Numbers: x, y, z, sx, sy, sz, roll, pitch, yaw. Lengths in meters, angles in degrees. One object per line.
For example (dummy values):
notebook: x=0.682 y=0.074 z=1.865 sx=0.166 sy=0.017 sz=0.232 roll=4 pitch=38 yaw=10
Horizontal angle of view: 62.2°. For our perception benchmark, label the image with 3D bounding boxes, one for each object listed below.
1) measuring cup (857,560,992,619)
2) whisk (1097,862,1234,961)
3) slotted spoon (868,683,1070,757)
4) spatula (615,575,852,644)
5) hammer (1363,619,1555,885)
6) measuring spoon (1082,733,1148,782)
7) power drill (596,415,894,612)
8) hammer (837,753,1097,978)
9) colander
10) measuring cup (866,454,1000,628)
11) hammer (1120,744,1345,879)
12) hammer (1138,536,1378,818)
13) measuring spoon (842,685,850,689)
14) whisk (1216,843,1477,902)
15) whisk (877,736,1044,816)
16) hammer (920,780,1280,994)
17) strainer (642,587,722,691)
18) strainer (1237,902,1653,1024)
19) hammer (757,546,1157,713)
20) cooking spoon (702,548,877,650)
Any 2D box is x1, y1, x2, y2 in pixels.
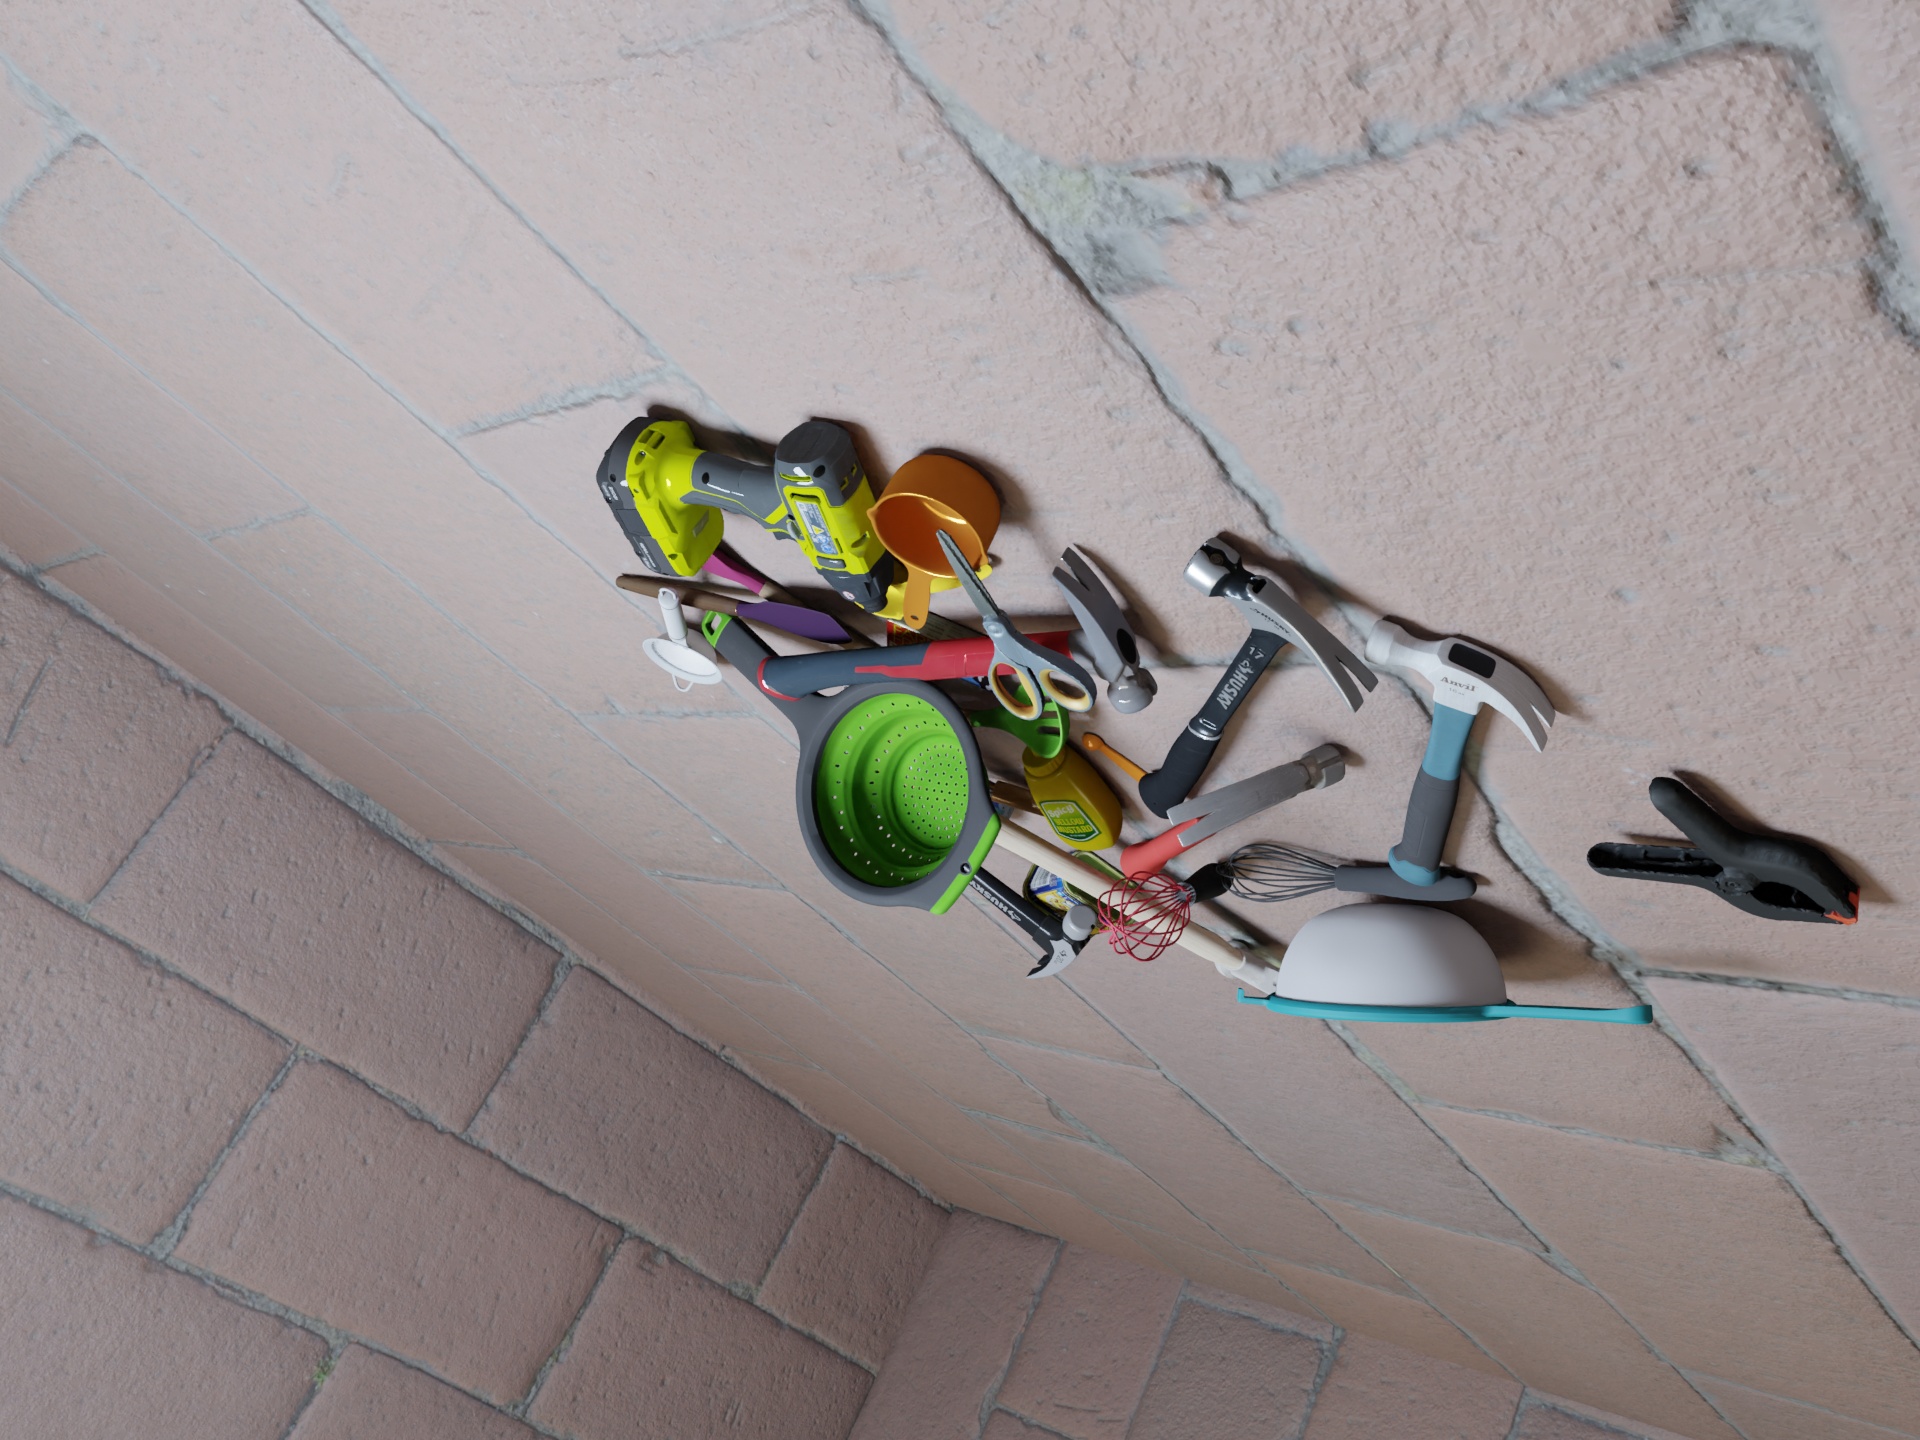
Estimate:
measuring cup: x=-0.029 y=-0.118 z=1.280 sx=0.156 sy=0.029 sz=0.062 roll=-9 pitch=139 yaw=43
whisk: x=0.189 y=0.155 z=1.390 sx=0.073 sy=0.073 sz=0.295 roll=17 pitch=-170 yaw=24
slotted spoon: x=-0.002 y=-0.005 z=1.463 sx=0.314 sy=0.031 sz=0.070 roll=2 pitch=106 yaw=51
spatula: x=-0.218 y=-0.107 z=1.478 sx=0.316 sy=0.018 sz=0.059 roll=14 pitch=157 yaw=39
hammer: x=0.352 y=0.041 z=1.175 sx=0.128 sy=0.033 sz=0.330 roll=20 pitch=155 yaw=20
measuring spoon: x=0.153 y=0.048 z=1.427 sx=0.116 sy=0.011 sz=0.021 roll=37 pitch=155 yaw=-19
power drill: x=-0.161 y=-0.161 z=1.254 sx=0.223 sy=0.080 sz=0.171 roll=12 pitch=144 yaw=28
hammer: x=-0.009 y=0.147 z=1.681 sx=0.335 sy=0.035 sz=0.146 roll=37 pitch=147 yaw=11
colander: x=-0.095 y=0.015 z=1.464 sx=0.397 sy=0.204 sz=0.094 roll=42 pitch=-161 yaw=29
measuring cup: x=-0.019 y=-0.131 z=1.188 sx=0.095 sy=0.052 sz=0.173 roll=23 pitch=152 yaw=5
hammer: x=0.195 y=0.098 z=1.372 sx=0.037 sy=0.149 sz=0.359 roll=66 pitch=164 yaw=9
hammer: x=0.200 y=0.001 z=1.234 sx=0.149 sy=0.036 sz=0.408 roll=38 pitch=160 yaw=10
measuring spoon: x=-0.072 y=-0.030 z=1.493 sx=0.034 sy=0.018 sz=0.124 roll=45 pitch=157 yaw=-22
whisk: x=0.329 y=0.136 z=1.377 sx=0.239 sy=0.055 sz=0.055 roll=0 pitch=144 yaw=40
whisk: x=0.014 y=0.064 z=1.574 sx=0.245 sy=0.051 sz=0.047 roll=16 pitch=120 yaw=14
hammer: x=0.142 y=0.163 z=1.547 sx=0.410 sy=0.038 sz=0.146 roll=29 pitch=176 yaw=-14
strainer: x=-0.271 y=-0.085 z=1.541 sx=0.087 sy=0.050 sz=0.258 roll=21 pitch=165 yaw=0
strainer: x=0.409 y=0.200 z=1.325 sx=0.211 sy=0.095 sz=0.340 roll=4 pitch=172 yaw=-38
hammer: x=-0.032 y=-0.060 z=1.302 sx=0.386 sy=0.038 sz=0.143 roll=-3 pitch=134 yaw=39
cooking spoon: x=-0.157 y=-0.107 z=1.440 sx=0.319 sy=0.017 sz=0.069 roll=32 pitch=164 yaw=-8
